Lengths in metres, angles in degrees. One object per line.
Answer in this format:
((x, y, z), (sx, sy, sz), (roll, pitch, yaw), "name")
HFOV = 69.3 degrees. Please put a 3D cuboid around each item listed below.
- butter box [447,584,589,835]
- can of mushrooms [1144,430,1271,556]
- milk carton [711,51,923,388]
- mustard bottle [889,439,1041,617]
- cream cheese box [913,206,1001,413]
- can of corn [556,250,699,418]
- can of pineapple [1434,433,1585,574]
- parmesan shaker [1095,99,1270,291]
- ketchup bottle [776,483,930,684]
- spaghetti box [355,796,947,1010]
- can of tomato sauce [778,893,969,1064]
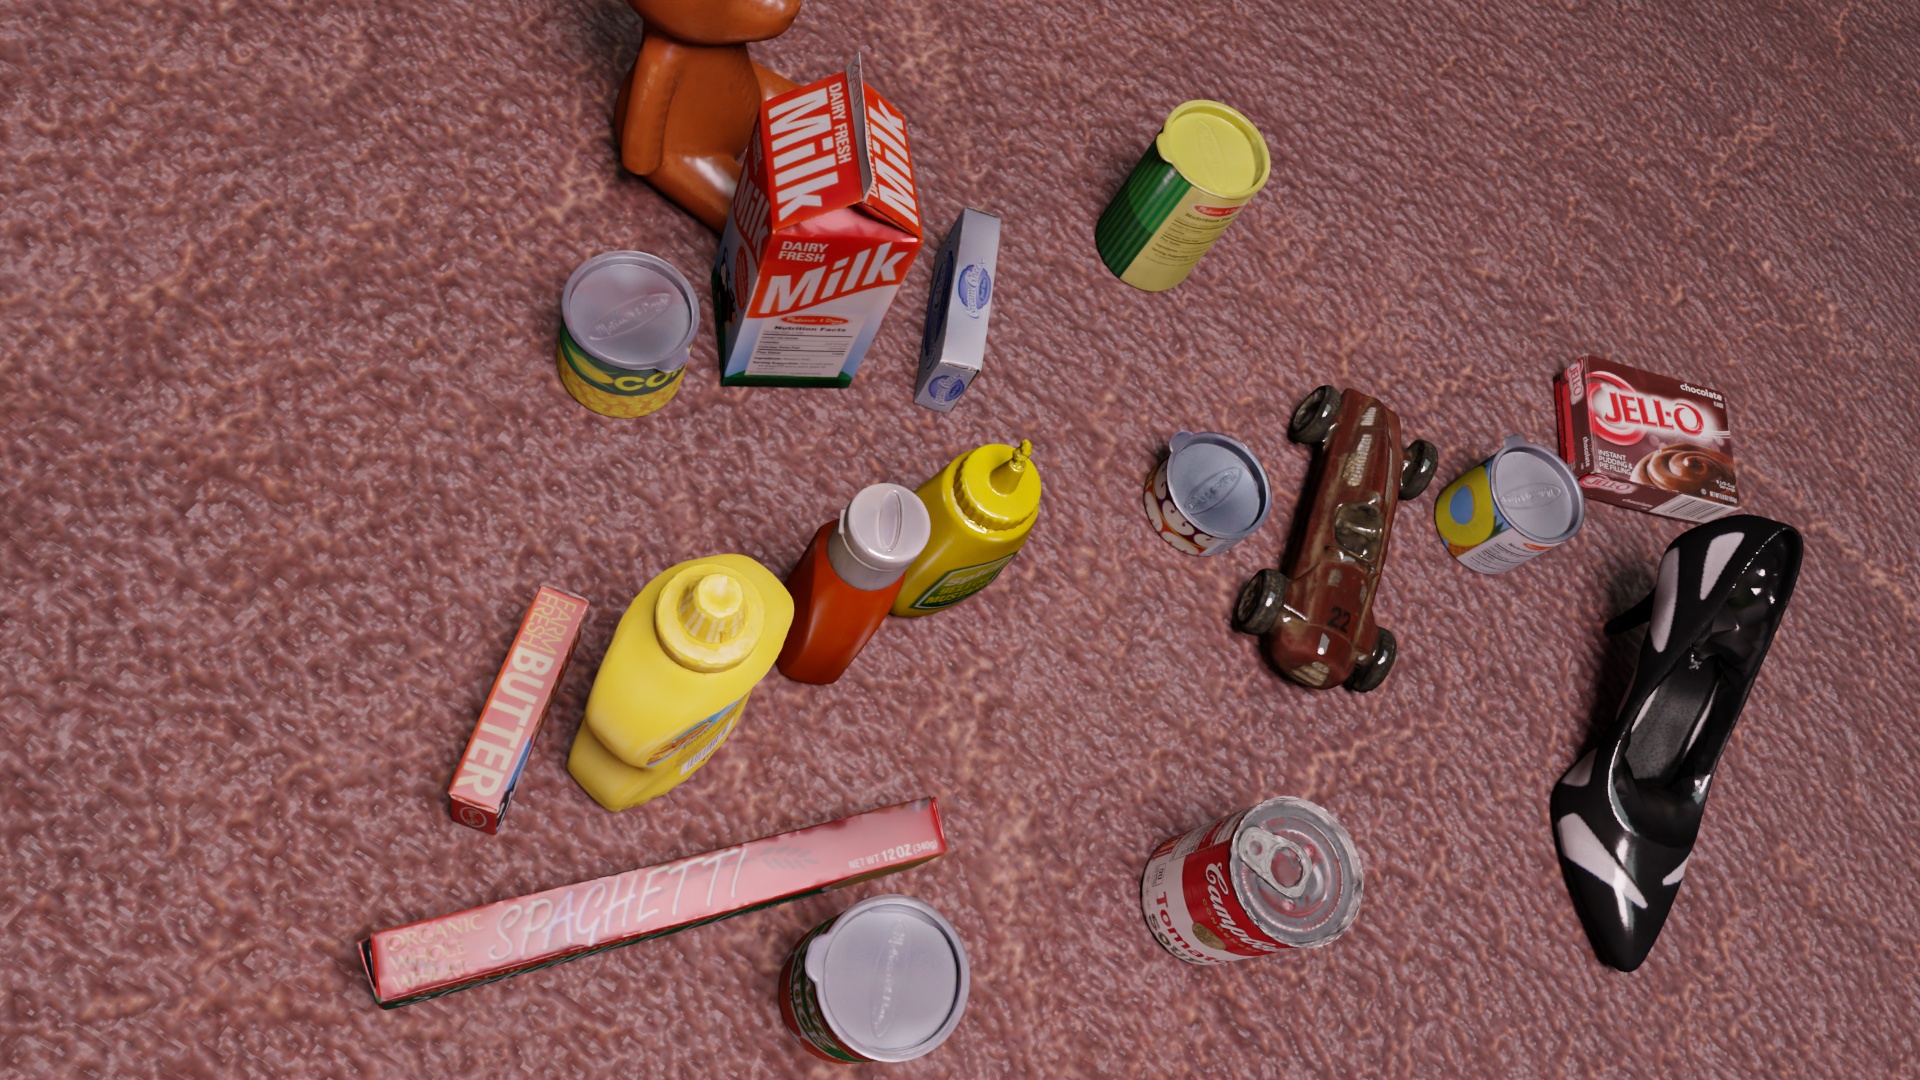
((-0.198, 0.075, 0.622), (0.024, 0.053, 0.104), (22, 63, -10), "butter box")
((0.140, -0.028, 0.794), (0.071, 0.033, 0.071), (7, 66, -17), "can of mushrooms")
((-0.070, -0.149, 0.682), (0.073, 0.189, 0.072), (-1, 69, -20), "milk carton")
((0.002, -0.008, 0.666), (0.065, 0.159, 0.049), (-17, 75, -24), "mustard bottle")
((-0.002, -0.128, 0.775), (0.024, 0.053, 0.104), (14, 65, -14), "cream cheese box")
((-0.168, -0.101, 0.703), (0.071, 0.058, 0.071), (7, 67, -17), "can of corn")
((0.333, -0.020, 0.845), (0.071, 0.057, 0.071), (7, 67, -17), "can of pineapple")
((0.126, -0.202, 0.823), (0.071, 0.102, 0.071), (7, 67, -17), "parmesan shaker")
((-0.053, 0.018, 0.642), (0.043, 0.148, 0.065), (10, 66, -15), "ketchup bottle")
((-0.129, 0.158, 0.613), (0.251, 0.050, 0.029), (-10, 72, -23), "spaghetti box")
((-0.042, 0.195, 0.610), (0.071, 0.082, 0.071), (7, 67, -17), "can of tomato sauce")
